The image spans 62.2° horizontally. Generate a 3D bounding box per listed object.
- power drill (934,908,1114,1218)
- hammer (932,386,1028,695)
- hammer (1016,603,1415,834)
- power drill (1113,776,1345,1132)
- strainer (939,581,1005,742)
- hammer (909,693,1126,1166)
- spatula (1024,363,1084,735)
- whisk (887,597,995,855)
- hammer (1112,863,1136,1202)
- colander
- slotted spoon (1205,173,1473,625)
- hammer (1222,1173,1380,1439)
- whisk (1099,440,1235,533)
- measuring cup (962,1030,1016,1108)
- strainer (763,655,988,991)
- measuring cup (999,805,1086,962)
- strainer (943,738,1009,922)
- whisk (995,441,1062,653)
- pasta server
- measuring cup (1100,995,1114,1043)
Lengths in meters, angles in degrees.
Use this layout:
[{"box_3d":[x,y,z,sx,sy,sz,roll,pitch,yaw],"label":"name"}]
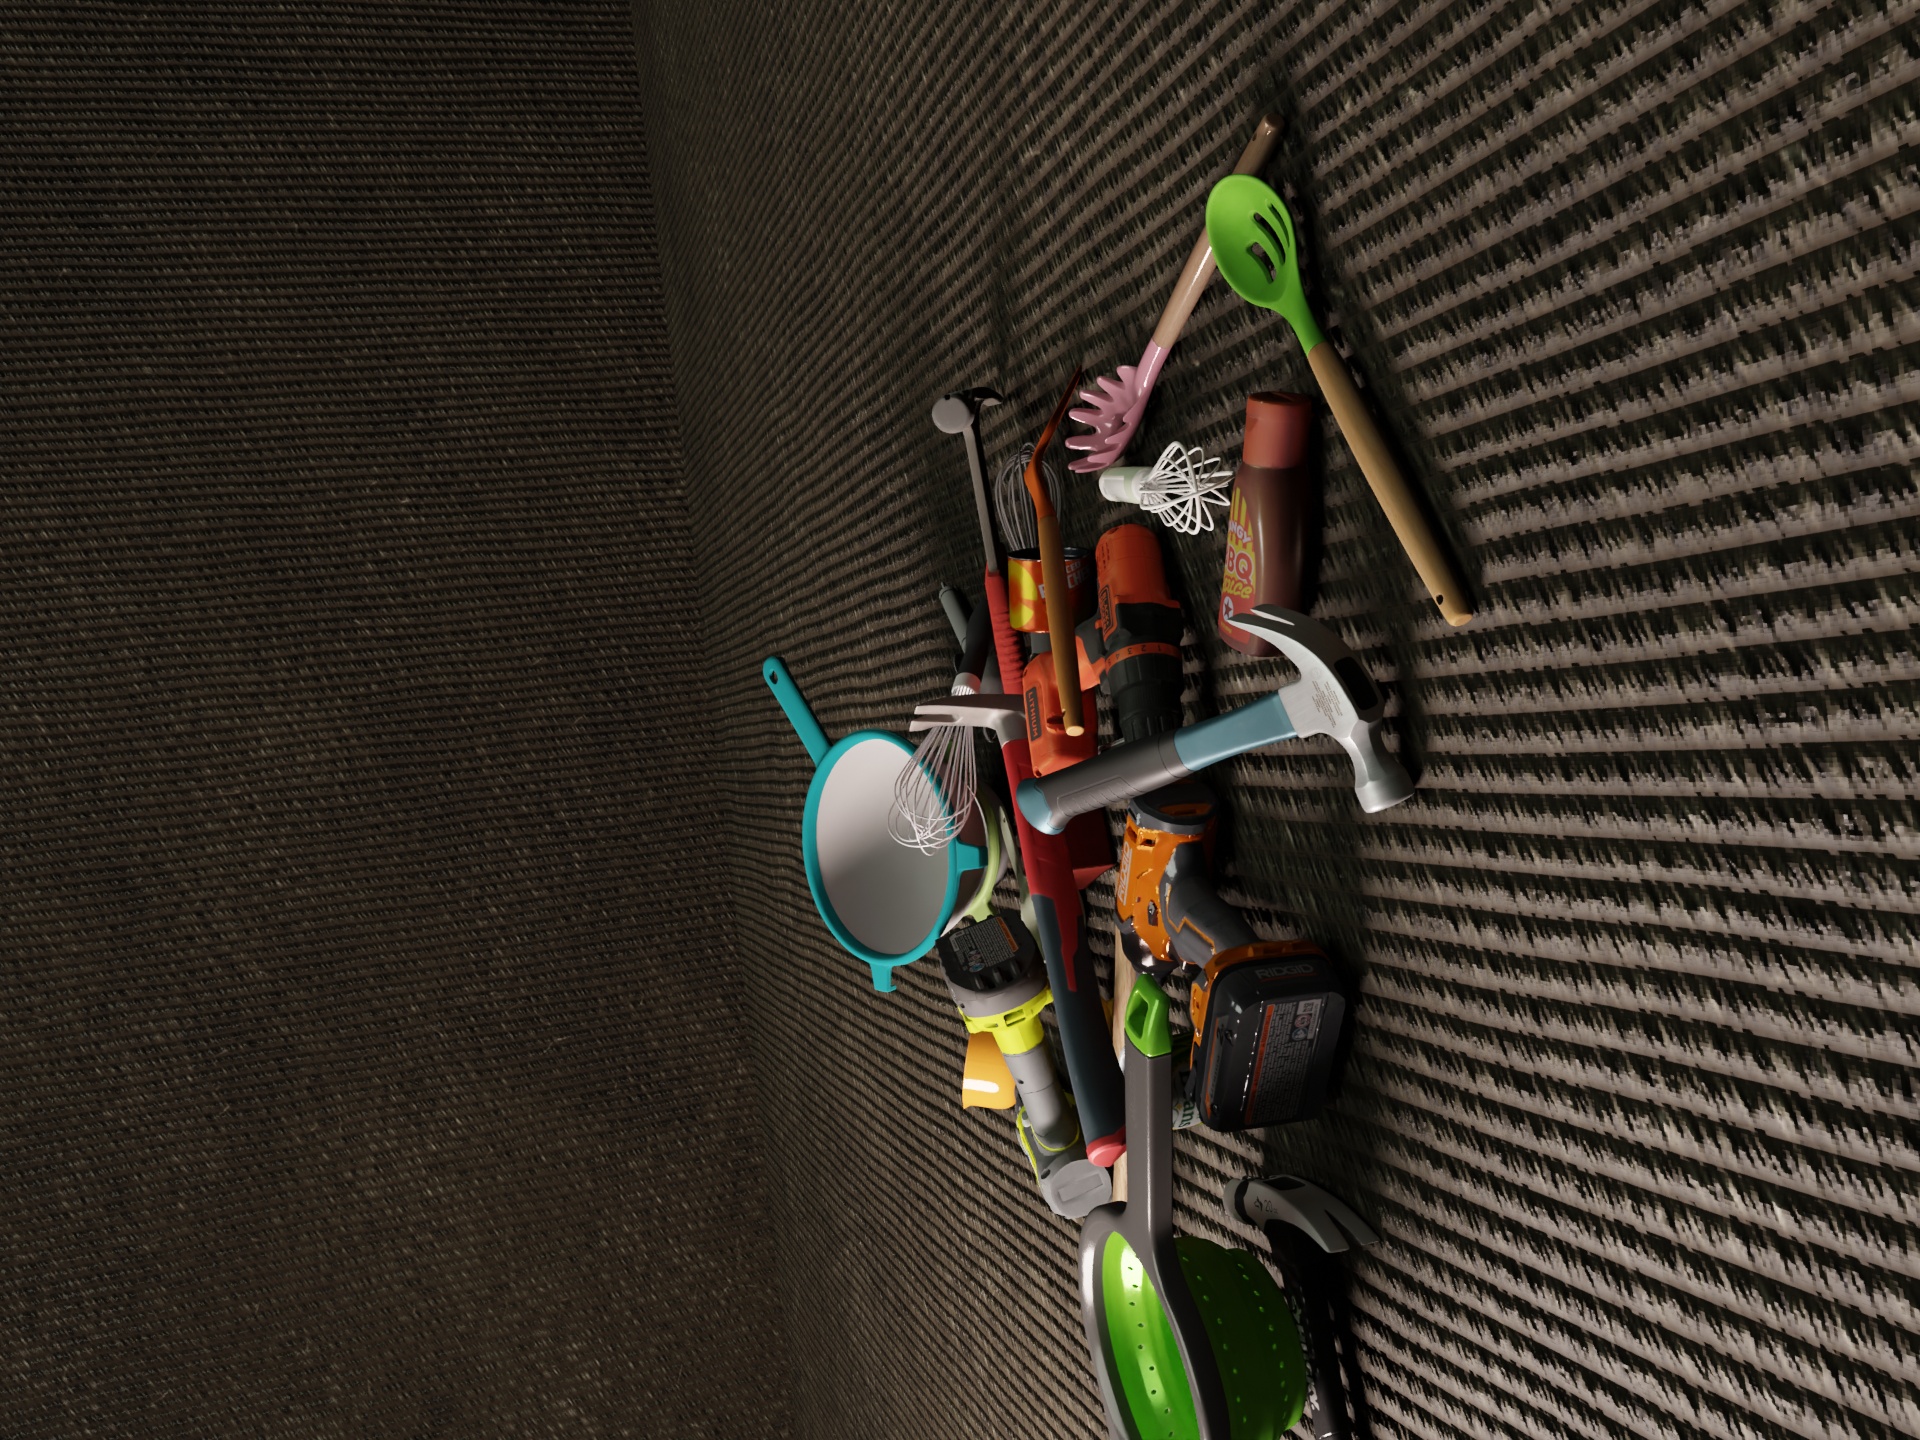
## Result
[{"box_3d":[0.055,0.282,1.347,0.191,0.080,0.228,-125,14,-74],"label":"power drill"},{"box_3d":[0.038,-0.101,1.347,0.149,0.037,0.359,-41,-58,-73],"label":"hammer"},{"box_3d":[0.133,0.022,0.984,0.331,0.033,0.128,-26,86,57],"label":"hammer"},{"box_3d":[0.161,0.160,1.040,0.227,0.084,0.164,-116,25,-56],"label":"power drill"},{"box_3d":[0.013,-0.067,1.478,0.086,0.050,0.259,42,-166,-33],"label":"strainer"},{"box_3d":[0.056,0.138,1.164,0.038,0.143,0.387,108,158,-49],"label":"hammer"},{"box_3d":[0.075,-0.125,1.153,0.081,0.041,0.323,116,155,-51],"label":"spatula"},{"box_3d":[-0.003,-0.004,1.334,0.070,0.070,0.285,105,-179,-49],"label":"whisk"},{"box_3d":[0.128,0.273,1.207,0.130,0.031,0.331,-33,-56,-79],"label":"hammer"},{"box_3d":[0.149,0.324,0.972,0.205,0.094,0.396,-131,35,-62],"label":"colander"},{"box_3d":[0.205,-0.180,0.863,0.070,0.031,0.314,111,146,-55],"label":"slotted spoon"},{"box_3d":[0.236,0.455,0.982,0.146,0.035,0.335,142,120,-70],"label":"hammer"},{"box_3d":[0.125,-0.153,1.044,0.246,0.059,0.057,-128,16,-79],"label":"whisk"},{"box_3d":[0.041,0.326,1.534,0.173,0.052,0.095,45,-127,-78],"label":"measuring cup"},{"box_3d":[-0.075,0.065,1.467,0.341,0.095,0.211,56,129,30],"label":"strainer"},{"box_3d":[0.070,0.135,1.385,0.168,0.038,0.083,-109,21,-43],"label":"measuring cup"},{"box_3d":[0.028,0.150,1.485,0.151,0.069,0.257,-48,62,41],"label":"strainer"},{"box_3d":[0.067,-0.106,1.297,0.055,0.055,0.239,-158,58,-70],"label":"whisk"},{"box_3d":[0.134,-0.267,1.034,0.316,0.040,0.060,117,153,-58],"label":"pasta server"},{"box_3d":[0.102,0.235,1.232,0.156,0.029,0.062,66,-155,-67],"label":"measuring cup"}]
